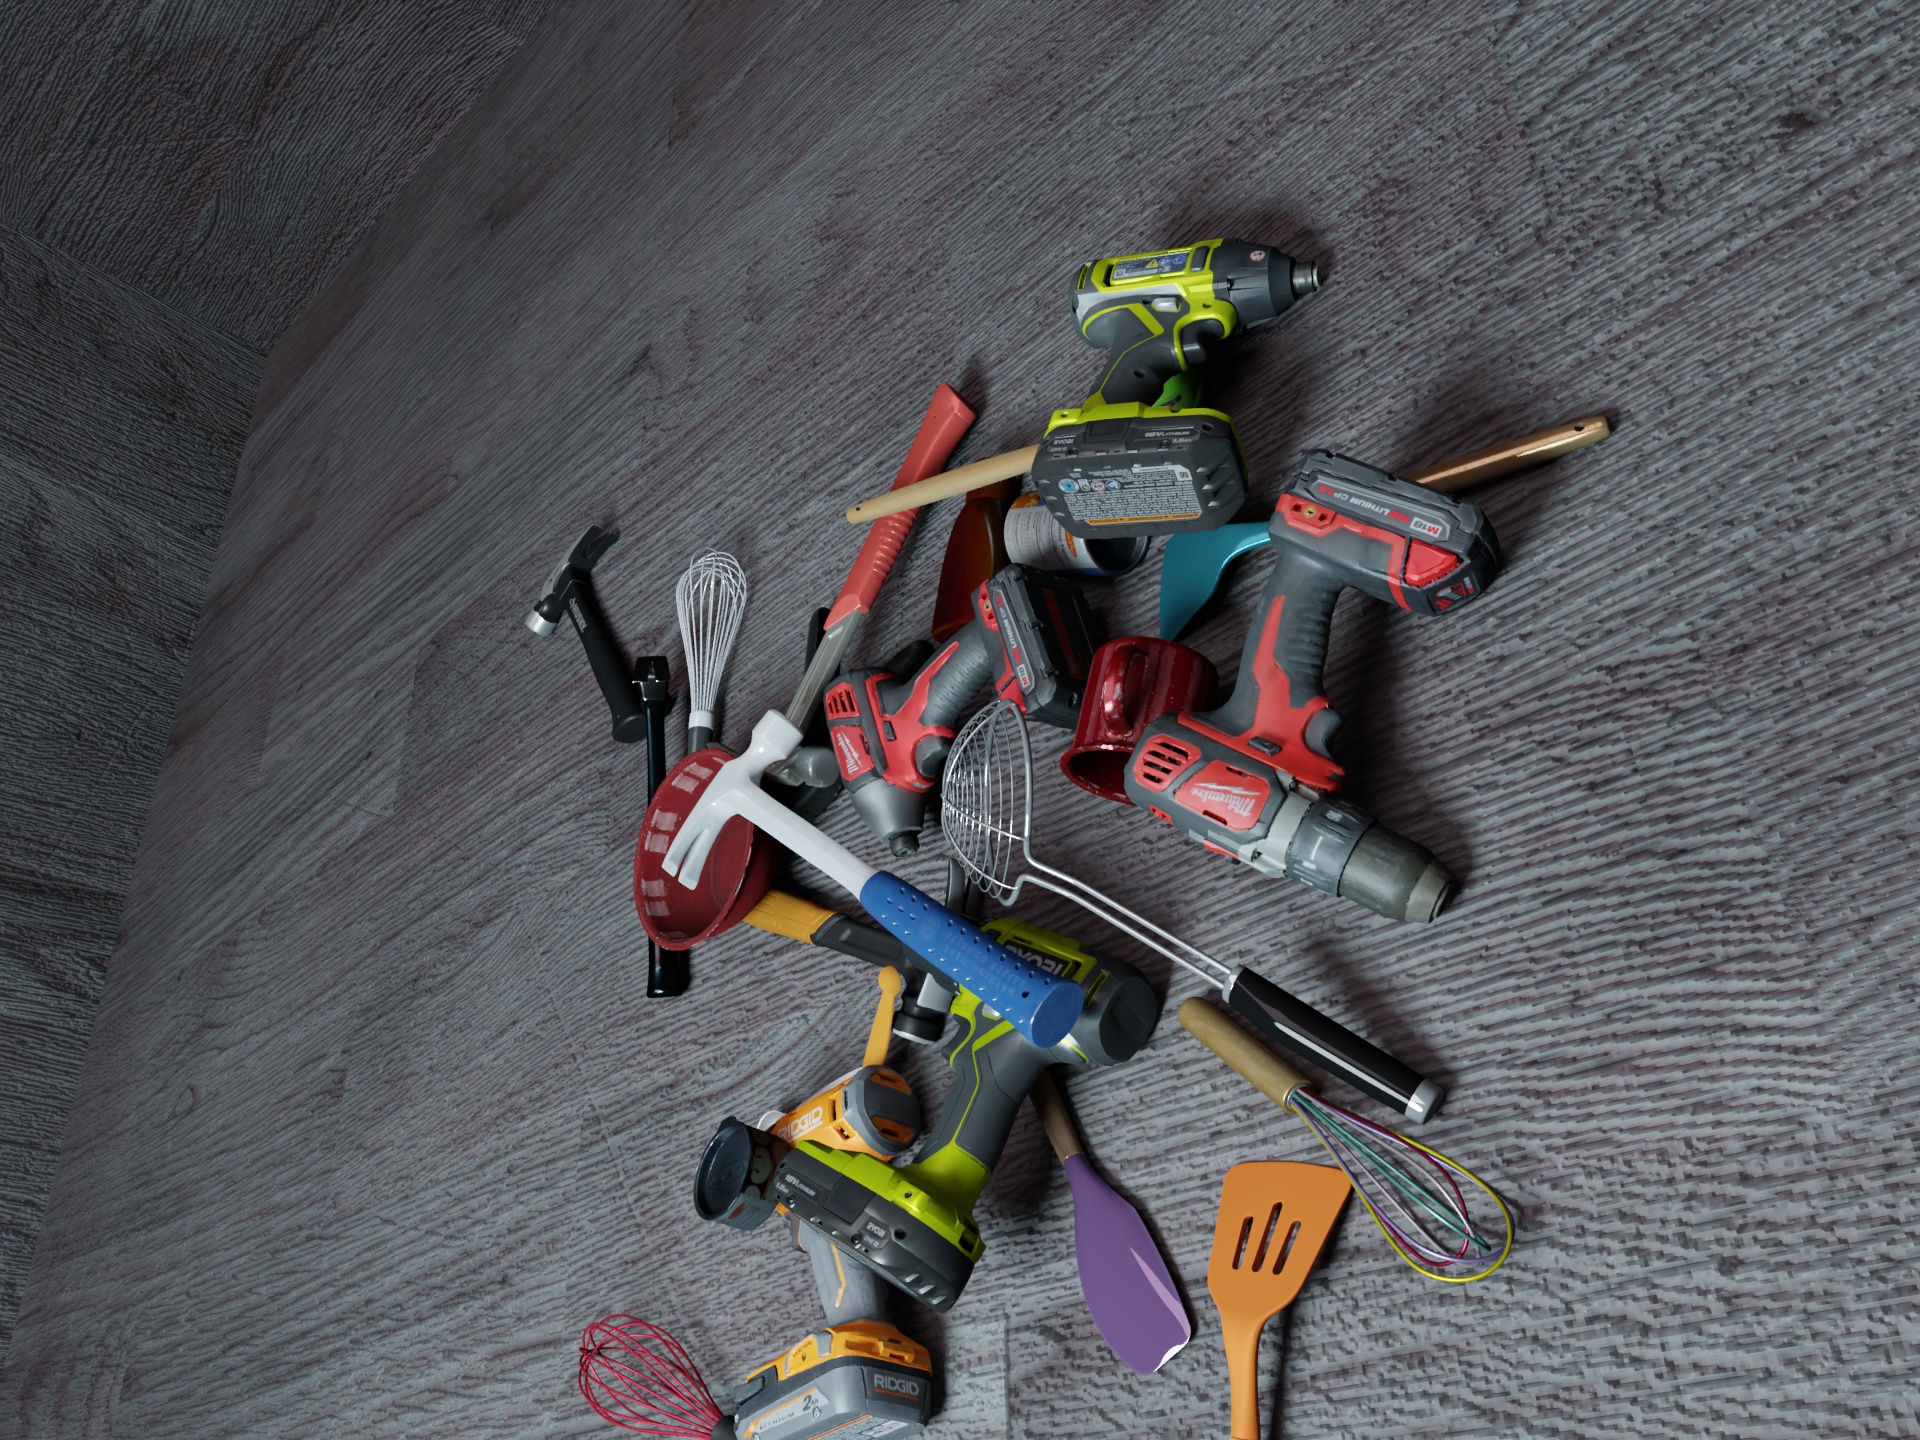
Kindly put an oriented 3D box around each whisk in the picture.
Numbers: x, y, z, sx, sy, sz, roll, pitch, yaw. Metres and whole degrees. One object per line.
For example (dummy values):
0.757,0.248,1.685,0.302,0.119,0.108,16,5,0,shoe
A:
-0.233,-0.028,1.450,0.070,0.070,0.285,-20,61,42,whisk
-0.174,0.482,1.092,0.296,0.073,0.073,7,75,44,whisk
0.188,0.210,0.829,0.245,0.051,0.047,35,103,55,whisk

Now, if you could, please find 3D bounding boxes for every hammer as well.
-0.267,0.090,1.406,0.128,0.033,0.331,104,161,-60,hammer
-0.083,-0.115,1.294,0.149,0.036,0.359,10,71,49,hammer
-0.376,-0.082,1.659,0.146,0.035,0.335,-54,39,14,hammer
-0.110,0.148,1.218,0.337,0.034,0.127,7,76,51,hammer
-0.066,0.111,1.043,0.144,0.035,0.406,-52,39,-9,hammer

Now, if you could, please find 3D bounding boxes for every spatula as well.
0.059,0.250,0.976,0.059,0.018,0.316,-48,41,21,spatula
0.241,-0.125,0.971,0.317,0.044,0.082,-16,58,39,spatula
0.148,0.385,0.795,0.081,0.041,0.323,-12,65,45,spatula

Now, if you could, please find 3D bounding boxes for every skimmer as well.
0.122,0.106,0.910,0.364,0.090,0.127,30,128,31,skimmer

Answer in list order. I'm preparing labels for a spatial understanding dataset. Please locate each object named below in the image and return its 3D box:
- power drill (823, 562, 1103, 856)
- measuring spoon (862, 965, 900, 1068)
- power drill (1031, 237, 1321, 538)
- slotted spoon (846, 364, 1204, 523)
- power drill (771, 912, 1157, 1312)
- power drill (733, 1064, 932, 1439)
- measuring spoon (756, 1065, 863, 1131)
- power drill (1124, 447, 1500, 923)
-0.002,-0.004,1.121,0.219,0.078,0.143,-32,63,34,power drill
-0.059,0.218,1.092,0.021,0.011,0.116,41,128,43,measuring spoon
0.142,-0.231,1.059,0.171,0.080,0.223,0,54,26,power drill
0.043,-0.195,1.188,0.314,0.031,0.070,-14,57,30,slotted spoon
-0.010,0.220,0.974,0.191,0.080,0.228,14,60,45,power drill
-0.094,0.359,1.047,0.164,0.084,0.227,-36,41,32,power drill
-0.099,0.281,1.152,0.124,0.018,0.034,-35,55,23,measuring spoon
0.215,-0.015,0.872,0.188,0.080,0.227,27,89,27,power drill
